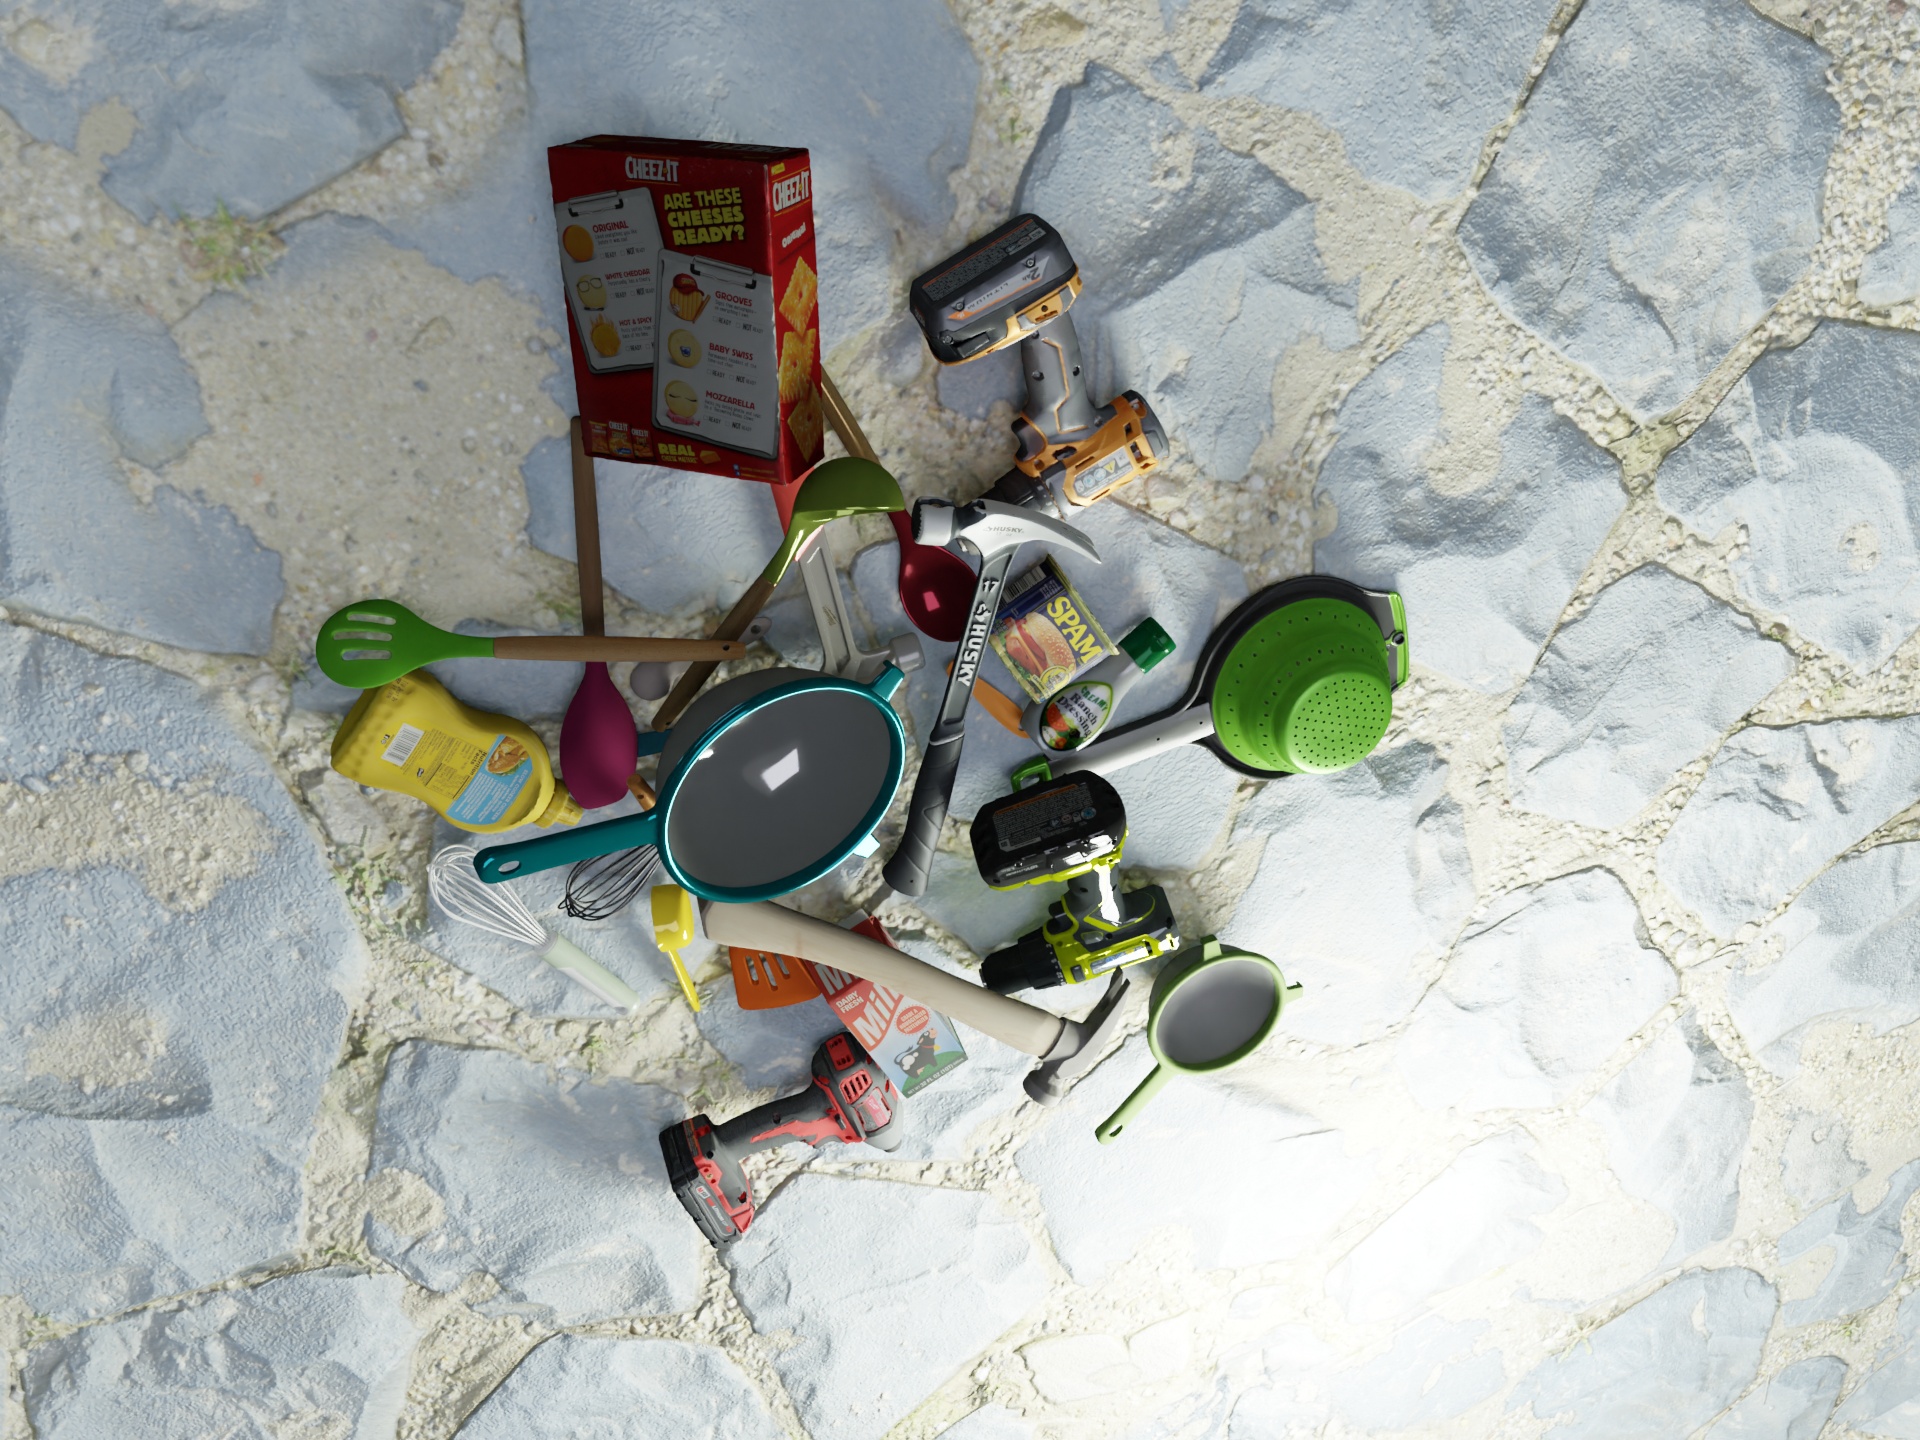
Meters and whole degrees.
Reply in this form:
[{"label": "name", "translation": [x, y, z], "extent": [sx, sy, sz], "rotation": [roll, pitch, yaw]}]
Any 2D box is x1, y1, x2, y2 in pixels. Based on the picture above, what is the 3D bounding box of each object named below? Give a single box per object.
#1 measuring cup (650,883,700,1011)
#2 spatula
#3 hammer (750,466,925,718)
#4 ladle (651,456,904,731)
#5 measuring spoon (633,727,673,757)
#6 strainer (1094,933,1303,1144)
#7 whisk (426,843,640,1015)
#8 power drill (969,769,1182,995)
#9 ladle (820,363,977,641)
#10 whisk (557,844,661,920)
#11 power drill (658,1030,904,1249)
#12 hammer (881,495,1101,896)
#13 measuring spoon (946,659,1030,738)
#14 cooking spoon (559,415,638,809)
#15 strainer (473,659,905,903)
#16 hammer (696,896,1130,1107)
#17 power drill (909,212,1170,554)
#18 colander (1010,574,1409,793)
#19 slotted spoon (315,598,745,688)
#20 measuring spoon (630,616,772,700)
[{"label": "measuring cup", "translation": [-0.237, 0.202, 1.385], "extent": [0.029, 0.062, 0.156], "rotation": [-11, 133, 0]}, {"label": "spatula", "translation": [-0.206, 0.148, 1.338], "extent": [0.081, 0.041, 0.322], "rotation": [-12, 140, 11]}, {"label": "hammer", "translation": [-0.133, -0.168, 1.205], "extent": [0.149, 0.037, 0.358], "rotation": [-17, 123, -6]}, {"label": "ladle", "translation": [-0.150, -0.081, 1.193], "extent": [0.078, 0.062, 0.320], "rotation": [-8, 149, -48]}, {"label": "measuring spoon", "translation": [-0.232, 0.019, 1.298], "extent": [0.128, 0.021, 0.042], "rotation": [-12, 121, -12]}, {"label": "strainer", "translation": [0.210, 0.314, 1.589], "extent": [0.151, 0.069, 0.256], "rotation": [30, 106, -32]}, {"label": "whisk", "translation": [-0.354, 0.183, 1.336], "extent": [0.058, 0.059, 0.246], "rotation": [-12, 137, 34]}, {"label": "power drill", "translation": [0.088, 0.161, 1.442], "extent": [0.190, 0.080, 0.228], "rotation": [-19, 135, 3]}, {"label": "ladle", "translation": [-0.068, -0.190, 1.234], "extent": [0.069, 0.031, 0.315], "rotation": [-19, 123, 20]}, {"label": "whisk", "translation": [-0.237, 0.086, 1.322], "extent": [0.239, 0.055, 0.055], "rotation": [-39, 123, 0]}, {"label": "power drill", "translation": [-0.160, 0.398, 1.508], "extent": [0.219, 0.079, 0.143], "rotation": [-28, 124, -6]}, {"label": "hammer", "translation": [-0.002, -0.004, 1.308], "extent": [0.149, 0.036, 0.408], "rotation": [2, 130, -16]}, {"label": "measuring spoon", "translation": [0.026, -0.018, 1.376], "extent": [0.021, 0.011, 0.116], "rotation": [-50, 125, 0]}, {"label": "cooking spoon", "translation": [-0.281, -0.075, 1.218], "extent": [0.068, 0.017, 0.318], "rotation": [-17, 120, -36]}, {"label": "strainer", "translation": [-0.209, 0.047, 1.205], "extent": [0.340, 0.095, 0.210], "rotation": [-14, 133, -29]}, {"label": "hammer", "translation": [-0.038, 0.216, 1.381], "extent": [0.410, 0.038, 0.146], "rotation": [27, 104, -27]}, {"label": "power drill", "translation": [0.042, -0.244, 1.215], "extent": [0.185, 0.084, 0.226], "rotation": [-31, 128, 2]}, {"label": "colander", "translation": [0.241, 0.009, 1.412], "extent": [0.397, 0.095, 0.204], "rotation": [-20, 123, -7]}, {"label": "slotted spoon", "translation": [-0.317, -0.056, 1.173], "extent": [0.313, 0.070, 0.031], "rotation": [1, 161, -6]}, {"label": "measuring spoon", "translation": [-0.206, -0.050, 1.271], "extent": [0.124, 0.018, 0.034], "rotation": [-27, 123, -4]}]
